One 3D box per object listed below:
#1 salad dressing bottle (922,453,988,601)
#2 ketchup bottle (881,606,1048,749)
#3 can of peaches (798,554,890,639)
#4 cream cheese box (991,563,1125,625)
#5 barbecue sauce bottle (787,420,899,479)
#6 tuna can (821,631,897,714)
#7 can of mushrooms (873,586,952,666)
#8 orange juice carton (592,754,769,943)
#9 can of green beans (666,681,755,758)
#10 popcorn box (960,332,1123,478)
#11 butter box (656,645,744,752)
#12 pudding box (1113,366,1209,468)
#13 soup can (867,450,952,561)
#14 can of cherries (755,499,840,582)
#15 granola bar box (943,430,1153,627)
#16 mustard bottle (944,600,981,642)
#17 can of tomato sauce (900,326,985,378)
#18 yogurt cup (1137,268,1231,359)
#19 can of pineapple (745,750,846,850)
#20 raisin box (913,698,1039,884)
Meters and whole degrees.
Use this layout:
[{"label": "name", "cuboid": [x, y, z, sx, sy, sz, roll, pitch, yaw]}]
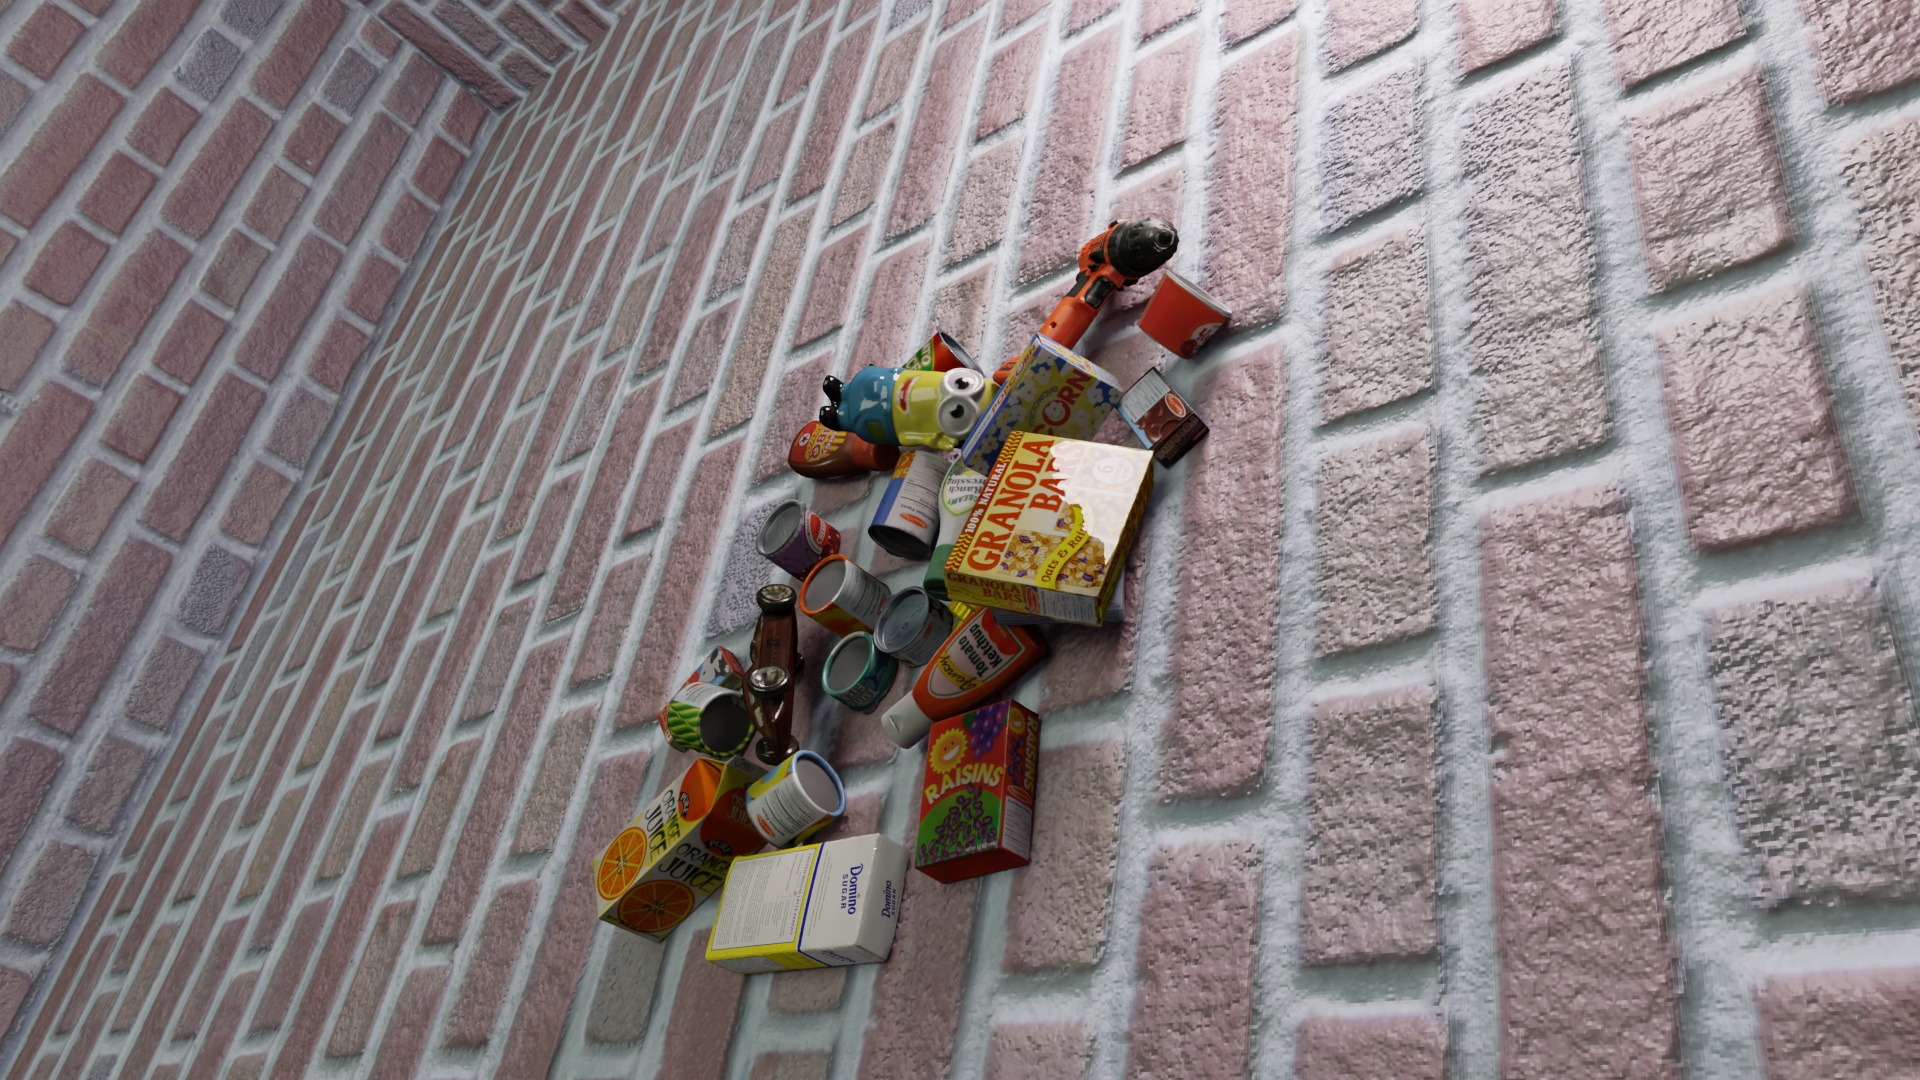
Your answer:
[{"label": "salad dressing bottle", "cuboid": [0.004, -0.016, 1.237, 0.064, 0.043, 0.148, 2, 54, 24]}, {"label": "ketchup bottle", "cuboid": [0.000, 0.112, 1.137, 0.148, 0.043, 0.065, -42, 65, 15]}, {"label": "can of peaches", "cuboid": [-0.111, 0.055, 1.305, 0.071, 0.058, 0.071, -29, 42, 29]}, {"label": "cream cheese box", "cuboid": [0.077, 0.038, 1.093, 0.104, 0.024, 0.053, -2, 51, 9]}, {"label": "barbecue sauce bottle", "cuboid": [-0.121, -0.094, 1.460, 0.148, 0.043, 0.065, 8, 65, 51]}, {"label": "tuna can", "cuboid": [-0.091, 0.119, 1.248, 0.071, 0.033, 0.071, -30, 40, 29]}, {"label": "can of mushrooms", "cuboid": [-0.043, 0.075, 1.231, 0.071, 0.033, 0.071, -29, 42, 30]}, {"label": "orange juice carton", "cuboid": [-0.241, 0.268, 1.253, 0.192, 0.071, 0.073, -44, 36, 12]}, {"label": "can of green beans", "cuboid": [-0.240, 0.173, 1.340, 0.058, 0.071, 0.071, 5, 64, 50]}, {"label": "popcorn box", "cuboid": [0.069, -0.102, 1.190, 0.126, 0.085, 0.038, -56, 20, 19]}, {"label": "butter box", "cuboid": [-0.265, 0.161, 1.415, 0.103, 0.024, 0.053, -49, 36, 5]}, {"label": "pudding box", "cuboid": [0.166, -0.103, 1.155, 0.049, 0.030, 0.084, -43, 36, 12]}, {"label": "soup can", "cuboid": [-0.042, -0.032, 1.298, 0.071, 0.071, 0.084, -4, 57, 47]}, {"label": "can of cherries", "cuboid": [-0.163, 0.000, 1.412, 0.071, 0.058, 0.072, -30, 40, 29]}, {"label": "granola bar box", "cuboid": [0.073, -0.012, 1.094, 0.124, 0.038, 0.166, 10, 47, 19]}, {"label": "mustard bottle", "cuboid": [0.033, 0.028, 1.172, 0.160, 0.048, 0.065, -53, 48, 1]}, {"label": "can of tomato sauce", "cuboid": [-0.029, -0.160, 1.391, 0.083, 0.071, 0.071, -42, 36, 15]}, {"label": "yogurt cup", "cuboid": [0.187, -0.190, 1.178, 0.053, 0.072, 0.072, -55, 33, 18]}, {"label": "can of pineapple", "cuboid": [-0.140, 0.220, 1.187, 0.057, 0.071, 0.071, -37, 38, 20]}, {"label": "raisin box", "cuboid": [0.014, 0.191, 1.061, 0.086, 0.040, 0.124, -24, 45, 35]}]
